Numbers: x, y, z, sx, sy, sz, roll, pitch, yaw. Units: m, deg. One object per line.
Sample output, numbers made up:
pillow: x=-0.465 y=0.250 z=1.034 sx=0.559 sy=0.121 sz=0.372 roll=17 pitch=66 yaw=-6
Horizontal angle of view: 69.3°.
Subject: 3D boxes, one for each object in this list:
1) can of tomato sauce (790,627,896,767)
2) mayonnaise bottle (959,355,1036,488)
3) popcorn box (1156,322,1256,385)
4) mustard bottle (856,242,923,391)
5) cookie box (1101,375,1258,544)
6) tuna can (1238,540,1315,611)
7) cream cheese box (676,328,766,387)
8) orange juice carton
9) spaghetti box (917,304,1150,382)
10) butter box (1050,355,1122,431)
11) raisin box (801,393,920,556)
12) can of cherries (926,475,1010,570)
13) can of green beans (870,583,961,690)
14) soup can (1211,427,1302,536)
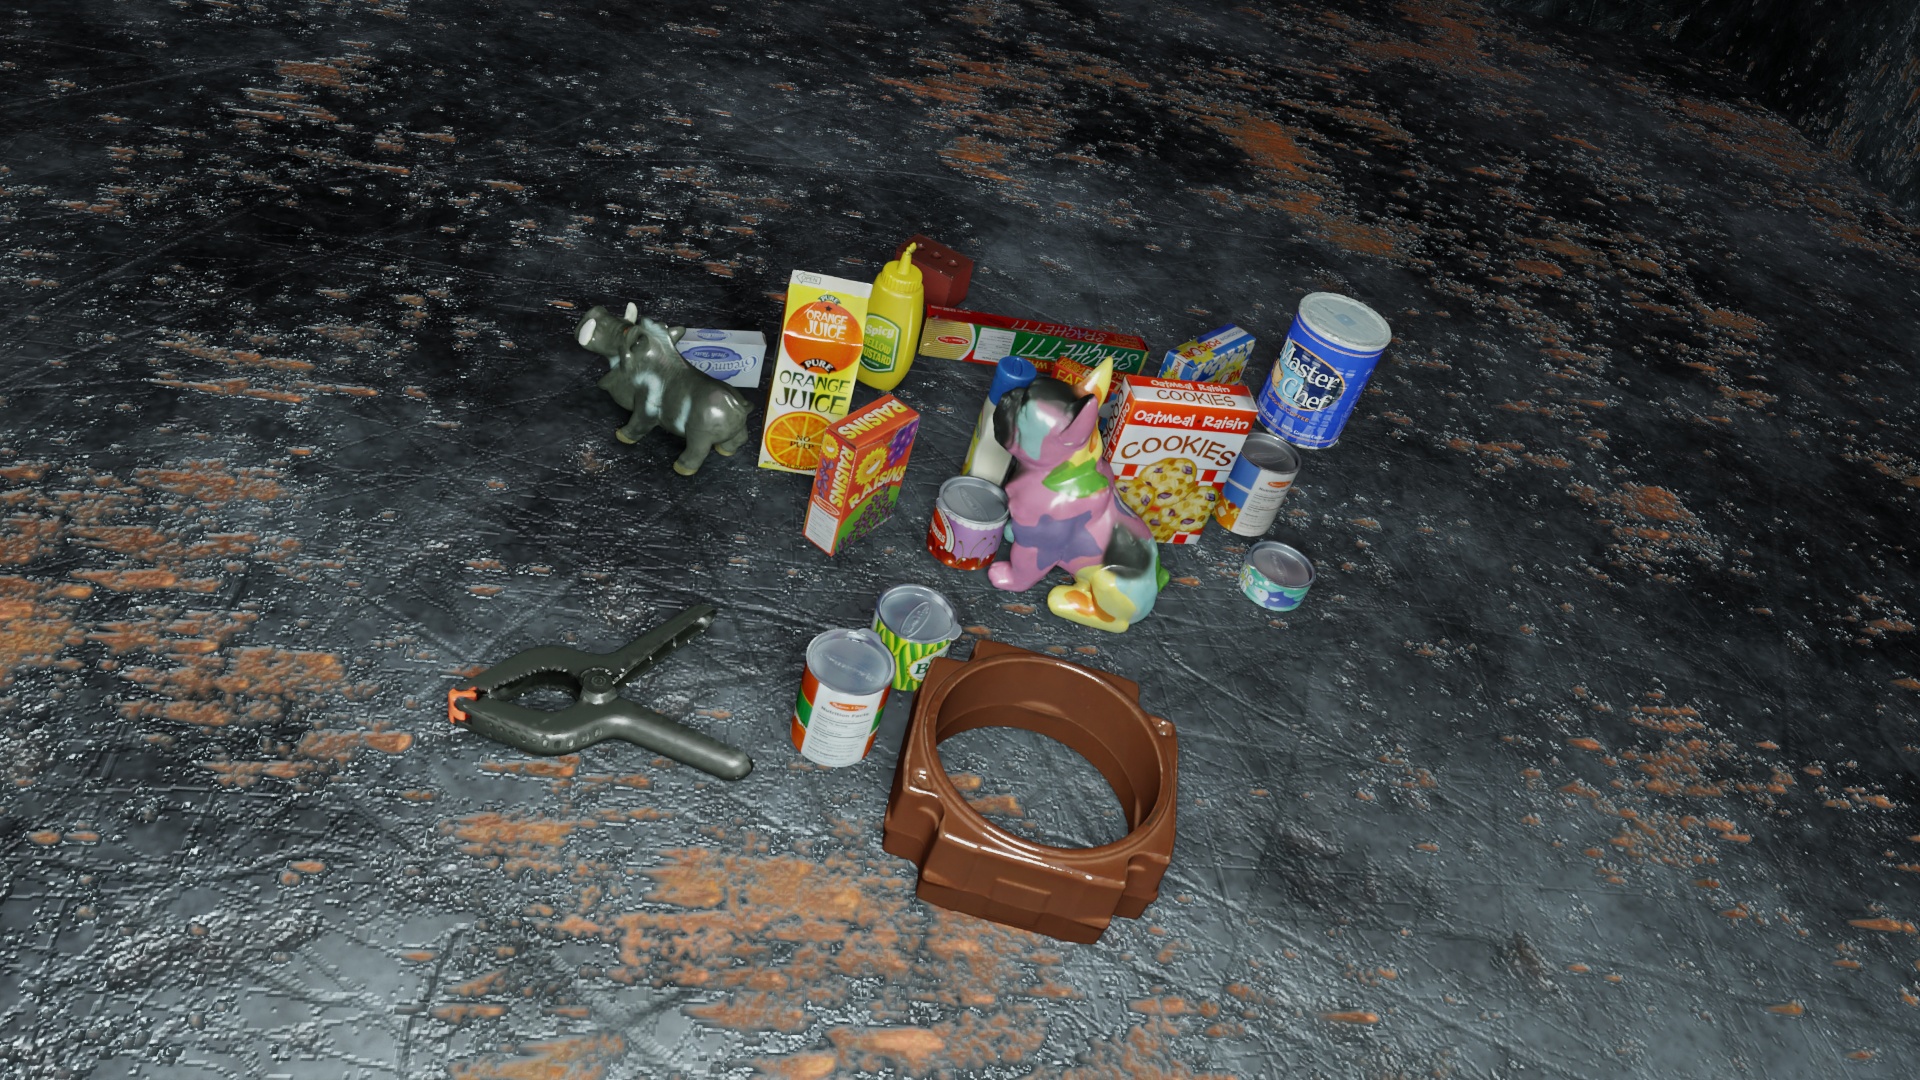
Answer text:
can of tomato sauce: x=-0.088 y=0.116 z=1.033 sx=0.071 sy=0.082 sz=0.071 roll=11 pitch=40 yaw=-9
mayonnaise bottle: x=0.033 y=-0.101 z=1.281 sx=0.041 sy=0.147 sz=0.065 roll=12 pitch=39 yaw=-7
popcorn box: x=0.260 y=-0.178 z=1.506 sx=0.038 sy=0.084 sz=0.127 roll=39 pitch=44 yaw=24
mustard bottle: x=-0.069 y=-0.226 z=1.380 sx=0.065 sy=0.159 sz=0.049 roll=24 pitch=39 yaw=7
cookie box: x=0.187 y=-0.073 z=1.291 sx=0.123 sy=0.166 sz=0.040 roll=3 pitch=41 yaw=-17
tuna can: x=0.296 y=0.033 z=1.313 sx=0.071 sy=0.032 sz=0.071 roll=11 pitch=40 yaw=-9
cream cheese box: x=-0.243 y=-0.176 z=1.341 sx=0.104 sy=0.053 sz=0.024 roll=-1 pitch=43 yaw=-21
orange juice carton: x=-0.131 y=-0.155 z=1.249 sx=0.072 sy=0.191 sz=0.073 roll=9 pitch=40 yaw=-11
spaghetti box: x=0.079 y=-0.210 z=1.504 sx=0.250 sy=0.049 sz=0.029 roll=6 pitch=40 yaw=-14
butter box: x=0.140 y=-0.148 z=1.452 sx=0.103 sy=0.052 sz=0.024 roll=26 pitch=40 yaw=11
raisin box: x=-0.087 y=-0.057 z=1.204 sx=0.040 sy=0.122 sz=0.086 roll=36 pitch=42 yaw=21
can of cherries: x=0.004 y=-0.016 z=1.242 sx=0.071 sy=0.058 sz=0.072 roll=11 pitch=40 yaw=-9
can of green beans: x=-0.041 y=0.078 z=1.116 sx=0.071 sy=0.057 sz=0.071 roll=11 pitch=40 yaw=-9
soup can: x=0.290 y=-0.058 z=1.378 sx=0.071 sy=0.083 sz=0.072 roll=11 pitch=40 yaw=-9
